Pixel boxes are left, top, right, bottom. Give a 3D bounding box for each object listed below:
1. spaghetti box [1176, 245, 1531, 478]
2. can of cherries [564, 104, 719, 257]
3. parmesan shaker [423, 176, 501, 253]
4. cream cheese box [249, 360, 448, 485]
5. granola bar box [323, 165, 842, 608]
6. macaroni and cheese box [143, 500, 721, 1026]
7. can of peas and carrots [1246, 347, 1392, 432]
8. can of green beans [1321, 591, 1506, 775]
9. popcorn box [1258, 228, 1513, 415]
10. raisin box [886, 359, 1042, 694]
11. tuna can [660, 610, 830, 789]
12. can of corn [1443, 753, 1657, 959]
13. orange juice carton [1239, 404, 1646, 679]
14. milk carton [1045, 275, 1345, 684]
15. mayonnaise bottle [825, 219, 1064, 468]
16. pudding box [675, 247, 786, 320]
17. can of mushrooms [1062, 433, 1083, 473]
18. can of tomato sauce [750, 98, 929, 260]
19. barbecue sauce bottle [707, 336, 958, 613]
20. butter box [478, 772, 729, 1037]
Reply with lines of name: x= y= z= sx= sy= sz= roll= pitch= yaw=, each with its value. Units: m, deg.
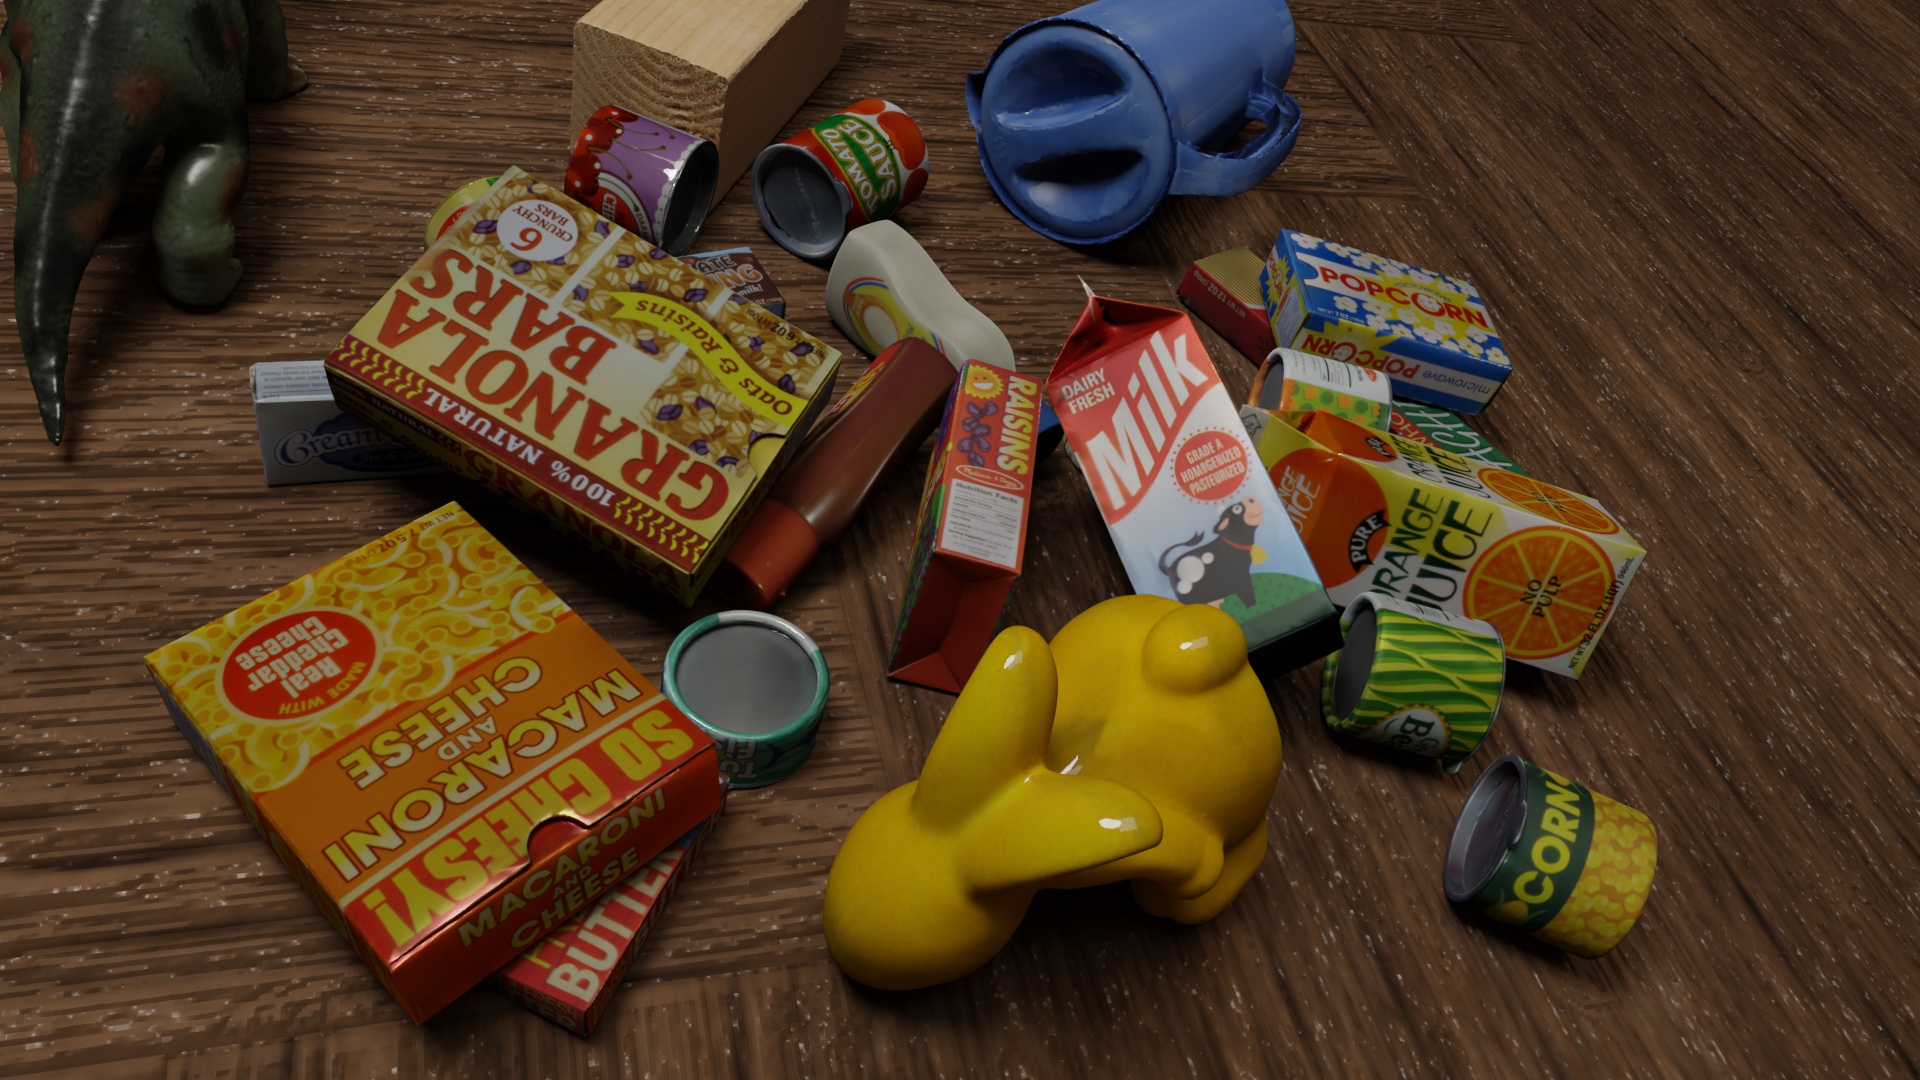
spaghetti box: x=0.228 y=-0.082 z=0.792 sx=0.050 sy=0.028 sz=0.250 roll=-24 pitch=59 yaw=-35
can of cherries: x=-0.170 y=-0.188 z=0.737 sx=0.058 sy=0.071 sz=0.072 roll=22 pitch=46 yaw=3
parmesan shaker: x=-0.204 y=-0.113 z=0.658 sx=0.071 sy=0.071 sz=0.103 roll=-19 pitch=57 yaw=-31
cream cheese box: x=-0.244 y=-0.053 z=0.595 sx=0.104 sy=0.053 sz=0.024 roll=-6 pitch=52 yaw=-22
granola bar box: x=-0.150 y=-0.066 z=0.573 sx=0.165 sy=0.039 sz=0.125 roll=30 pitch=60 yaw=0
macaroni and cheese box: x=-0.185 y=0.067 z=0.489 sx=0.167 sy=0.040 sz=0.124 roll=35 pitch=51 yaw=28
can of peas and carrots: x=0.186 y=-0.062 z=0.736 sx=0.059 sy=0.070 sz=0.071 roll=13 pitch=46 yaw=-5
can of green beans: x=0.202 y=0.061 z=0.624 sx=0.058 sy=0.070 sz=0.071 roll=15 pitch=46 yaw=-3
popcorn box: x=0.238 y=-0.124 z=0.785 sx=0.127 sy=0.038 sz=0.085 roll=13 pitch=43 yaw=-12
raisin box: x=0.002 y=-0.008 z=0.609 sx=0.040 sy=0.085 sz=0.124 roll=15 pitch=46 yaw=-5
tuna can: x=-0.087 y=0.064 z=0.552 sx=0.071 sy=0.032 sz=0.071 roll=9 pitch=46 yaw=-10
can of corn: x=0.242 y=0.130 z=0.570 sx=0.058 sy=0.070 sz=0.071 roll=24 pitch=46 yaw=4
orange juice carton: x=0.216 y=-0.005 z=0.673 sx=0.193 sy=0.071 sz=0.073 roll=17 pitch=22 yaw=-2
milk carton: x=0.097 y=-0.029 z=0.624 sx=0.073 sy=0.072 sz=0.191 roll=-25 pitch=67 yaw=10
mayonnaise bottle: x=-0.008 y=-0.096 z=0.707 sx=0.041 sy=0.064 sz=0.148 roll=-26 pitch=64 yaw=-37
pudding box: x=-0.137 y=-0.119 z=0.707 sx=0.084 sy=0.030 sz=0.050 roll=-15 pitch=53 yaw=-29
can of mushrooms: x=0.089 y=-0.056 z=0.719 sx=0.071 sy=0.033 sz=0.071 roll=10 pitch=46 yaw=-10
can of tomato sauce: x=-0.065 y=-0.206 z=0.784 sx=0.071 sy=0.070 sz=0.083 roll=33 pitch=47 yaw=14
barbecue sauce bottle: x=-0.058 y=-0.029 z=0.630 sx=0.043 sy=0.064 sz=0.149 roll=40 pitch=56 yaw=-4
butter box: x=-0.129 y=0.118 z=0.494 sx=0.053 sy=0.024 sz=0.104 roll=23 pitch=45 yaw=5
